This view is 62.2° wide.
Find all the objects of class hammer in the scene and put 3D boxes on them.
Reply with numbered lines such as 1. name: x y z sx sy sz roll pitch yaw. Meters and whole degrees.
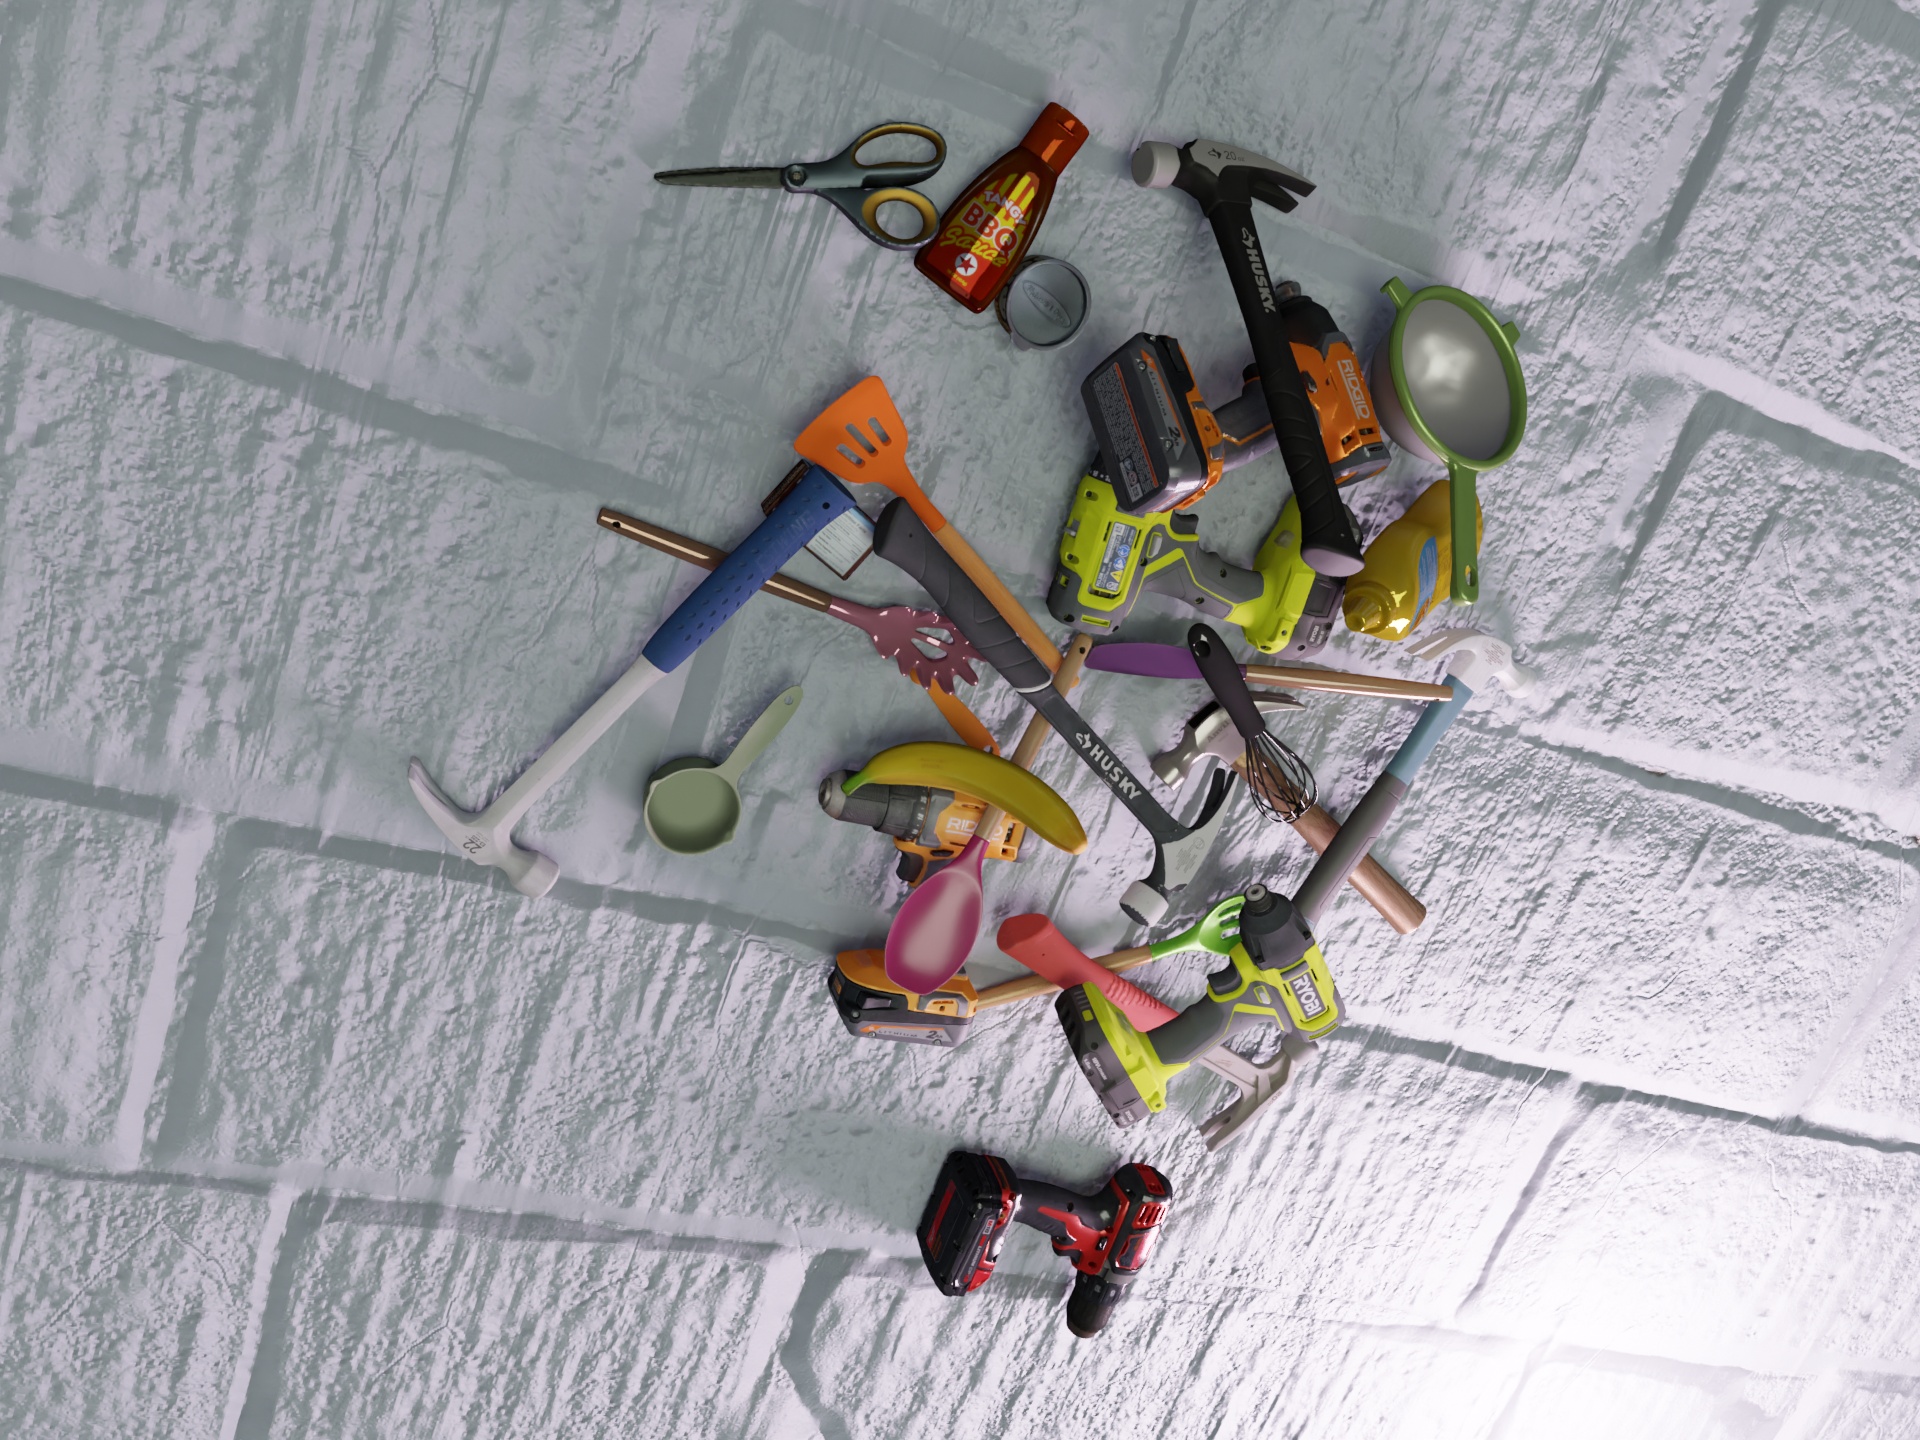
1. hammer: -0.239 -0.039 1.181 0.405 0.035 0.144 -43 117 11
2. hammer: 0.163 0.273 1.432 0.358 0.037 0.149 34 107 -30
3. hammer: 0.073 -0.019 1.251 0.149 0.036 0.408 -49 115 -15
4. hammer: 0.317 0.090 1.423 0.130 0.031 0.331 -46 117 6
5. hammer: 0.227 -0.260 1.130 0.146 0.035 0.335 -6 74 -30
6. hammer: 0.375 0.063 1.396 0.128 0.033 0.331 34 91 -31

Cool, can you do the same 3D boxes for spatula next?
1. spatula: -0.001 -0.130 1.229 0.081 0.041 0.322 -39 119 7
2. spatula: 0.260 -0.038 1.320 0.316 0.018 0.059 6 156 -9

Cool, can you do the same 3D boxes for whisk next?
1. whisk: 0.235 0.005 1.299 0.055 0.055 0.238 -35 127 0

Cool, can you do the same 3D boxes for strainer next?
1. strainer: 0.372 -0.209 1.247 0.151 0.069 0.256 8 77 -31

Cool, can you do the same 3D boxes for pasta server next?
1. pasta server: -0.124 -0.096 1.210 0.316 0.040 0.060 20 105 -22

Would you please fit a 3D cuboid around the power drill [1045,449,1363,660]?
1. power drill: 0.195 -0.149 1.261 0.228 0.080 0.190 12 105 -18

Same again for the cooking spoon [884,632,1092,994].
1. cooking spoon: 0.029 0.071 1.273 0.068 0.017 0.319 29 84 -13

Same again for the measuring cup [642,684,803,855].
1. measuring cup: -0.183 0.031 1.248 0.083 0.038 0.167 39 96 -27

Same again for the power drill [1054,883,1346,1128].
1. power drill: 0.202 0.238 1.349 0.223 0.080 0.171 -28 124 3

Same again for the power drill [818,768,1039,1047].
1. power drill: -0.047 0.147 1.315 0.185 0.084 0.226 11 104 -21

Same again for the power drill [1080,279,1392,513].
1. power drill: 0.206 -0.243 1.181 0.226 0.084 0.164 -14 82 -29

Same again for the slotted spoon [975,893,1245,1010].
1. slotted spoon: 0.145 0.214 1.428 0.313 0.031 0.070 -15 118 -8

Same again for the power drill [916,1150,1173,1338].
1. power drill: 0.077 0.500 1.505 0.226 0.080 0.188 13 109 -24

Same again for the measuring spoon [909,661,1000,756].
1. measuring spoon: -0.002 -0.004 1.299 0.021 0.011 0.116 -40 117 3
